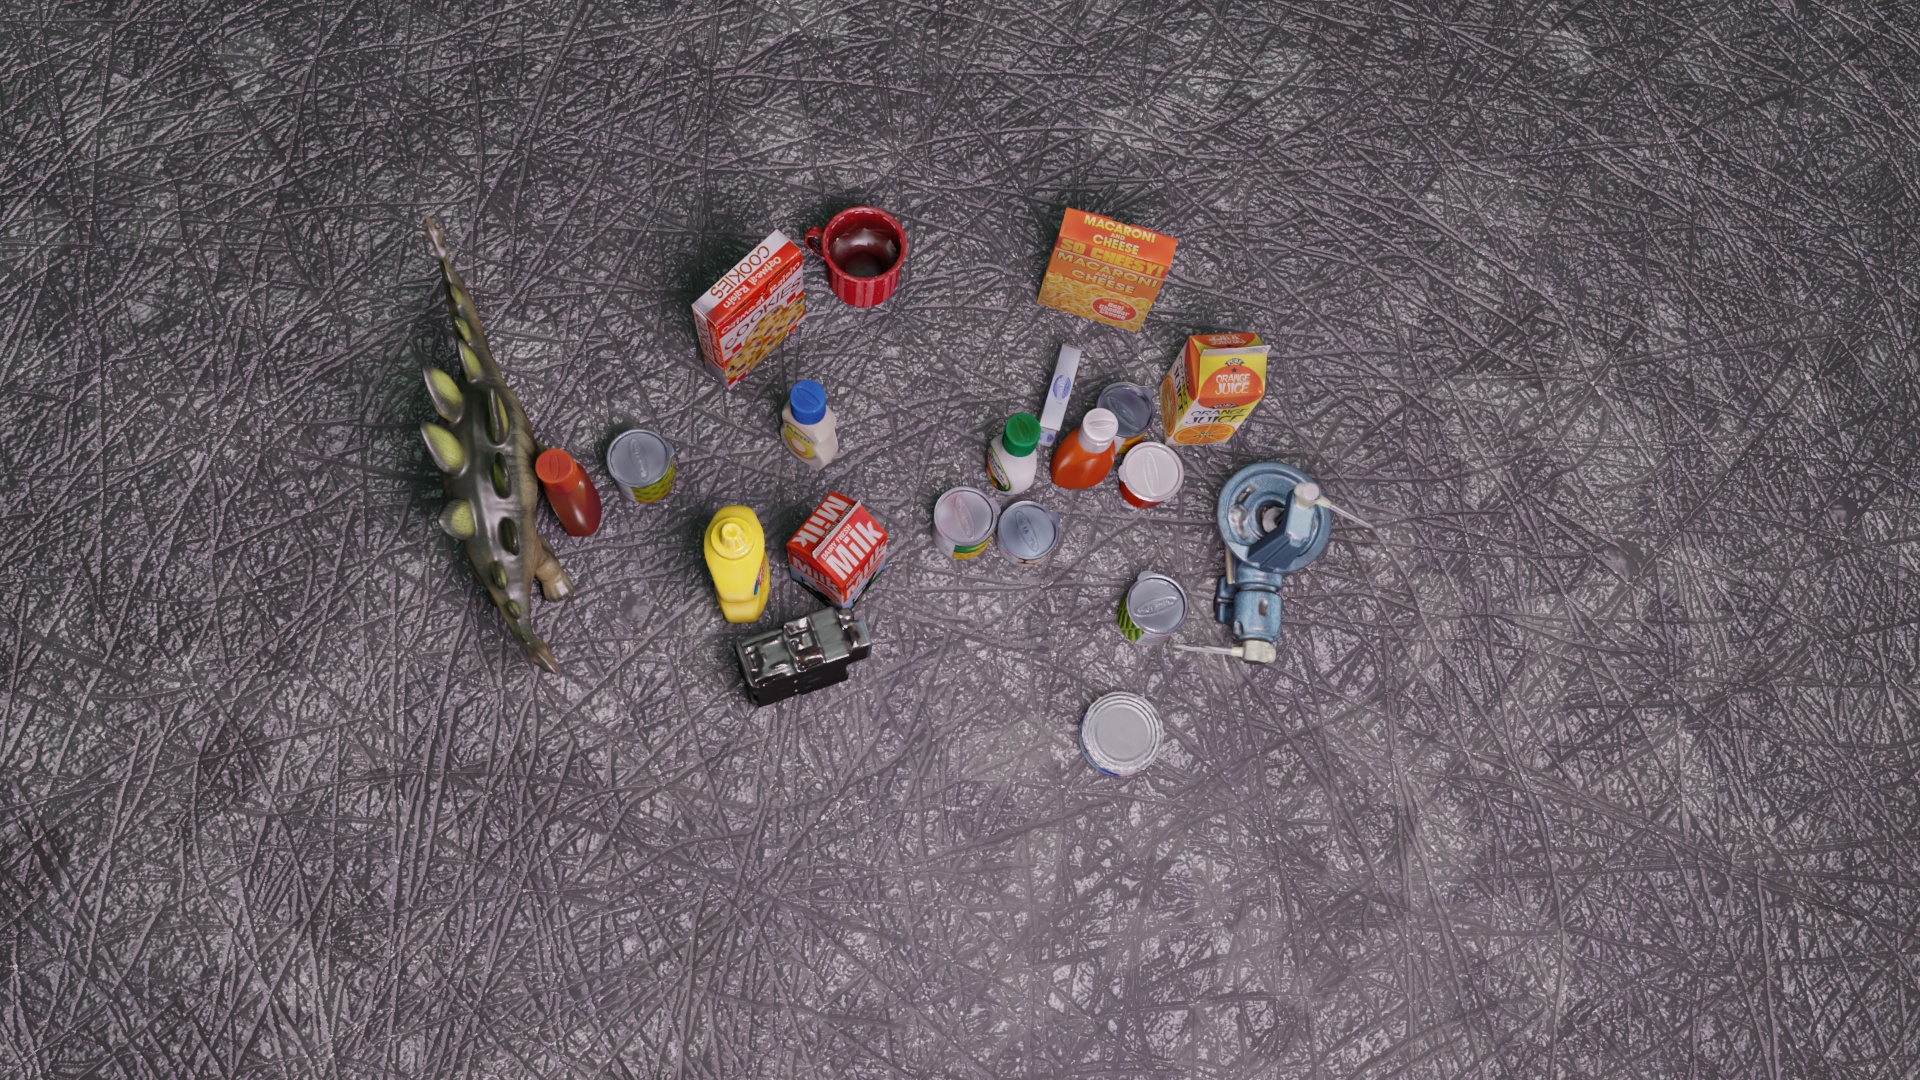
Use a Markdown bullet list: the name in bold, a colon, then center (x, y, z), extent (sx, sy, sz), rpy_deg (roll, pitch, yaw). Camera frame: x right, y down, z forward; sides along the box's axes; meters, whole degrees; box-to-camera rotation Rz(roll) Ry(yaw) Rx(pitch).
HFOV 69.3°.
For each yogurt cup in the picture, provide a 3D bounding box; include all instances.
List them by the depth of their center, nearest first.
- **yogurt cup**: center (0.205, -0.068, 1.521), extent (0.072, 0.053, 0.072), rpy_deg (1, 74, -5)

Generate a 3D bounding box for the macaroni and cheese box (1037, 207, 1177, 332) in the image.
- **macaroni and cheese box**: center (0.158, -0.295, 1.526), extent (0.124, 0.166, 0.040), rpy_deg (16, 73, 0)

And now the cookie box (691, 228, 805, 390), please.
- **cookie box**: center (-0.221, -0.241, 1.474), extent (0.040, 0.167, 0.123), rpy_deg (42, 75, 7)

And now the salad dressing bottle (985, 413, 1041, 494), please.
- **salad dressing bottle**: center (0.057, -0.093, 1.466), extent (0.044, 0.147, 0.064), rpy_deg (-23, 77, -11)

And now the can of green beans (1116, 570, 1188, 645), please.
- **can of green beans**: center (0.203, 0.074, 1.476), extent (0.071, 0.057, 0.071), rpy_deg (1, 74, -5)

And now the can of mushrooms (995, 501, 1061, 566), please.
- **can of mushrooms**: center (0.074, -0.007, 1.501), extent (0.071, 0.033, 0.071), rpy_deg (1, 73, -5)

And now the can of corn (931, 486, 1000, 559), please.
- **can of corn**: center (0.005, -0.019, 1.485), extent (0.071, 0.058, 0.071), rpy_deg (1, 74, -5)

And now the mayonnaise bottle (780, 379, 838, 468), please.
- **mayonnaise bottle**: center (-0.159, -0.124, 1.455), extent (0.065, 0.147, 0.041), rpy_deg (37, 74, 6)

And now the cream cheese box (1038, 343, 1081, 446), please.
- **cream cheese box**: center (0.107, -0.160, 1.540), extent (0.024, 0.053, 0.104), rpy_deg (17, 73, 0)

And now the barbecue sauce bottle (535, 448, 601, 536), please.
- **barbecue sauce bottle**: center (-0.398, -0.052, 1.411), extent (0.044, 0.148, 0.065), rpy_deg (-7, 75, -7)

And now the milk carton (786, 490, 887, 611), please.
- **milk carton**: center (-0.124, 0.012, 1.395), extent (0.073, 0.190, 0.072), rpy_deg (38, 74, 6)

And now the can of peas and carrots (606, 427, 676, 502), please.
- **can of peas and carrots**: center (-0.335, -0.080, 1.472), extent (0.071, 0.058, 0.071), rpy_deg (1, 74, -5)

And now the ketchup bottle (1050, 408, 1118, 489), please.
- **ketchup bottle**: center (0.136, -0.097, 1.474), extent (0.065, 0.148, 0.043), rpy_deg (-6, 75, -7)

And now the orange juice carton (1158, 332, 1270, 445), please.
- **orange juice carton**: center (0.270, -0.167, 1.484), extent (0.072, 0.192, 0.073), rpy_deg (-3, 74, -6)

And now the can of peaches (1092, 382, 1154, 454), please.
- **can of peaches**: center (0.178, -0.135, 1.537), extent (0.071, 0.058, 0.071), rpy_deg (1, 74, -5)
